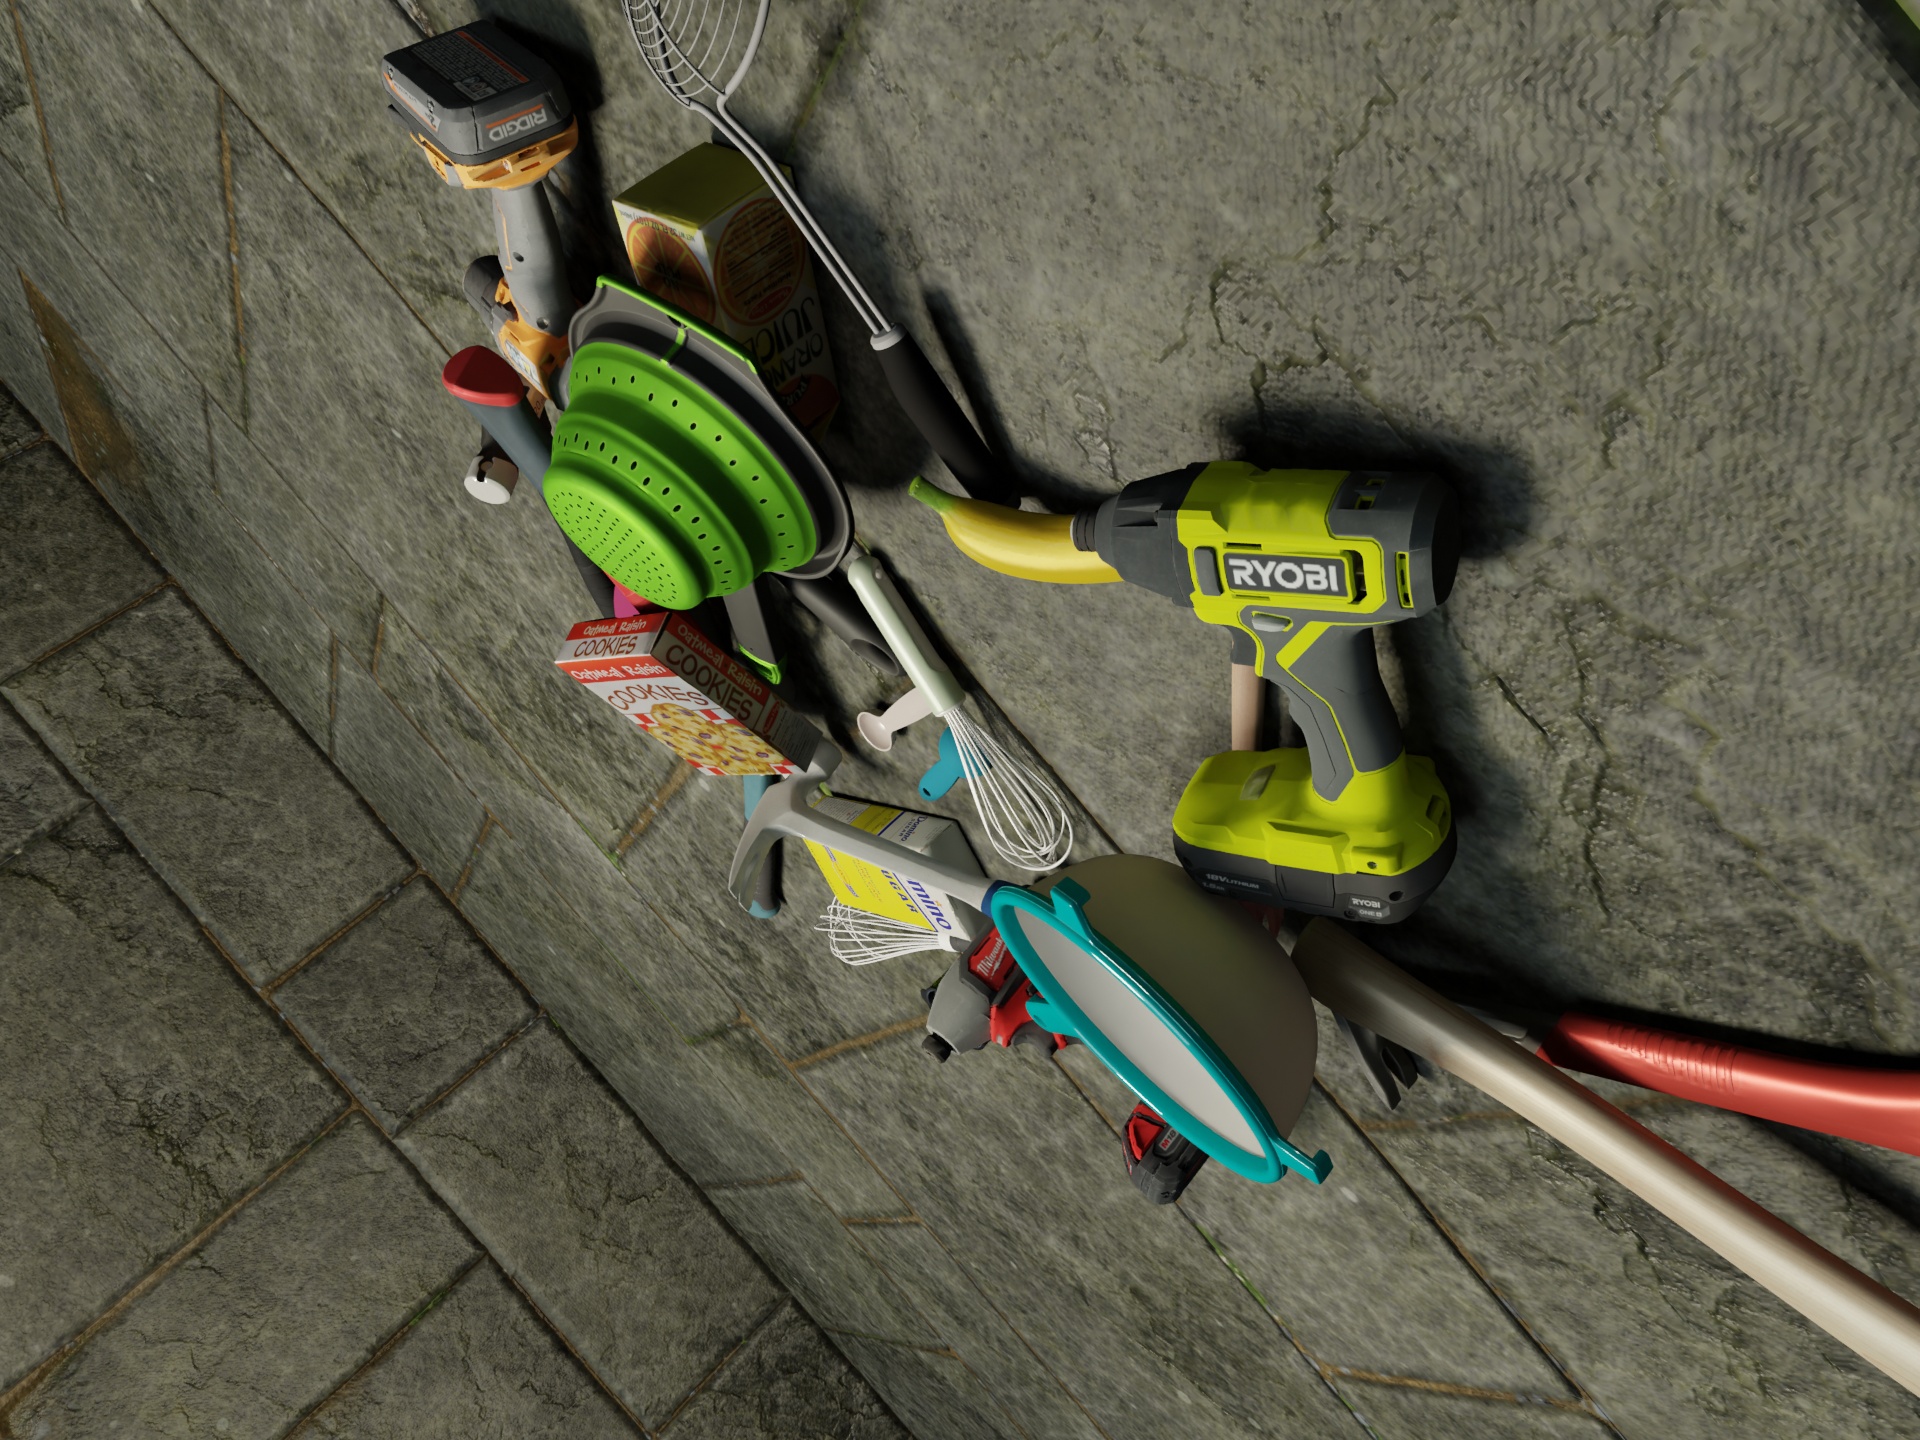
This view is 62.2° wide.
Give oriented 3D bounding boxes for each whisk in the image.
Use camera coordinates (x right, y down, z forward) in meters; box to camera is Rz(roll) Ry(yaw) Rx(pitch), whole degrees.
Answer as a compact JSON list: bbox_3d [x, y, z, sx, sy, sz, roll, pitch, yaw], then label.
[{"bbox_3d":[-0.002,-0.003,1.054,0.059,0.058,0.246,-28,101,27],"label":"whisk"},{"bbox_3d":[-0.025,0.176,1.301,0.285,0.070,0.070,-2,124,51],"label":"whisk"},{"bbox_3d":[-0.146,-0.128,1.090,0.296,0.073,0.073,40,152,4],"label":"whisk"},{"bbox_3d":[-0.211,-0.103,1.228,0.055,0.055,0.238,35,154,25],"label":"whisk"}]

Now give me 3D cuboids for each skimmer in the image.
[{"bbox_3d":[-0.051,-0.263,0.806,0.127,0.090,0.363,14,147,54],"label":"skimmer"}]

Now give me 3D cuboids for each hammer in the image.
[{"bbox_3d":[0.336,0.212,0.757,0.411,0.038,0.146,34,148,29],"label":"hammer"},{"bbox_3d":[-0.256,-0.119,1.128,0.143,0.038,0.385,8,152,27],"label":"hammer"},{"bbox_3d":[0.010,0.125,1.117,0.406,0.144,0.035,19,154,32],"label":"hammer"},{"bbox_3d":[-0.294,-0.149,1.238,0.035,0.146,0.334,7,153,9],"label":"hammer"},{"bbox_3d":[-0.183,0.096,1.450,0.128,0.033,0.330,39,151,17],"label":"hammer"},{"bbox_3d":[0.330,0.172,0.793,0.359,0.037,0.149,4,129,54],"label":"hammer"}]

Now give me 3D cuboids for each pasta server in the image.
[{"bbox_3d":[0.151,0.009,0.847,0.060,0.040,0.315,12,138,20],"label":"pasta server"}]

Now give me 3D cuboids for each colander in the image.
[{"bbox_3d":[-0.166,-0.095,0.980,0.204,0.094,0.396,31,159,15],"label":"colander"}]

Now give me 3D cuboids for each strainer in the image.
[{"bbox_3d":[0.110,0.151,0.925,0.211,0.095,0.340,47,167,-1],"label":"strainer"}]

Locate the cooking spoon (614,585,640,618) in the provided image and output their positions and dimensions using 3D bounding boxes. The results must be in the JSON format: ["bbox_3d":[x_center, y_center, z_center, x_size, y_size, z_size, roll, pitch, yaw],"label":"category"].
[{"bbox_3d":[-0.248,-0.165,1.203,0.017,0.068,0.318,-96,2,-47],"label":"cooking spoon"}]

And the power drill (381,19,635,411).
[{"bbox_3d":[-0.290,-0.318,1.016,0.186,0.084,0.226,43,154,36],"label":"power drill"}]

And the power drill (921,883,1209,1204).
[{"bbox_3d":[0.085,0.227,1.107,0.220,0.143,0.078,35,161,20],"label":"power drill"}]

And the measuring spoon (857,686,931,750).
[{"bbox_3d":[-0.036,-0.009,1.128,0.034,0.018,0.124,53,146,-4],"label":"measuring spoon"}]

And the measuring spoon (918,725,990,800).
[{"bbox_3d":[-0.014,0.040,1.143,0.042,0.021,0.128,47,153,3],"label":"measuring spoon"}]

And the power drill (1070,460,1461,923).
[{"bbox_3d":[0.148,-0.017,0.748,0.171,0.080,0.223,7,132,30],"label":"power drill"}]
